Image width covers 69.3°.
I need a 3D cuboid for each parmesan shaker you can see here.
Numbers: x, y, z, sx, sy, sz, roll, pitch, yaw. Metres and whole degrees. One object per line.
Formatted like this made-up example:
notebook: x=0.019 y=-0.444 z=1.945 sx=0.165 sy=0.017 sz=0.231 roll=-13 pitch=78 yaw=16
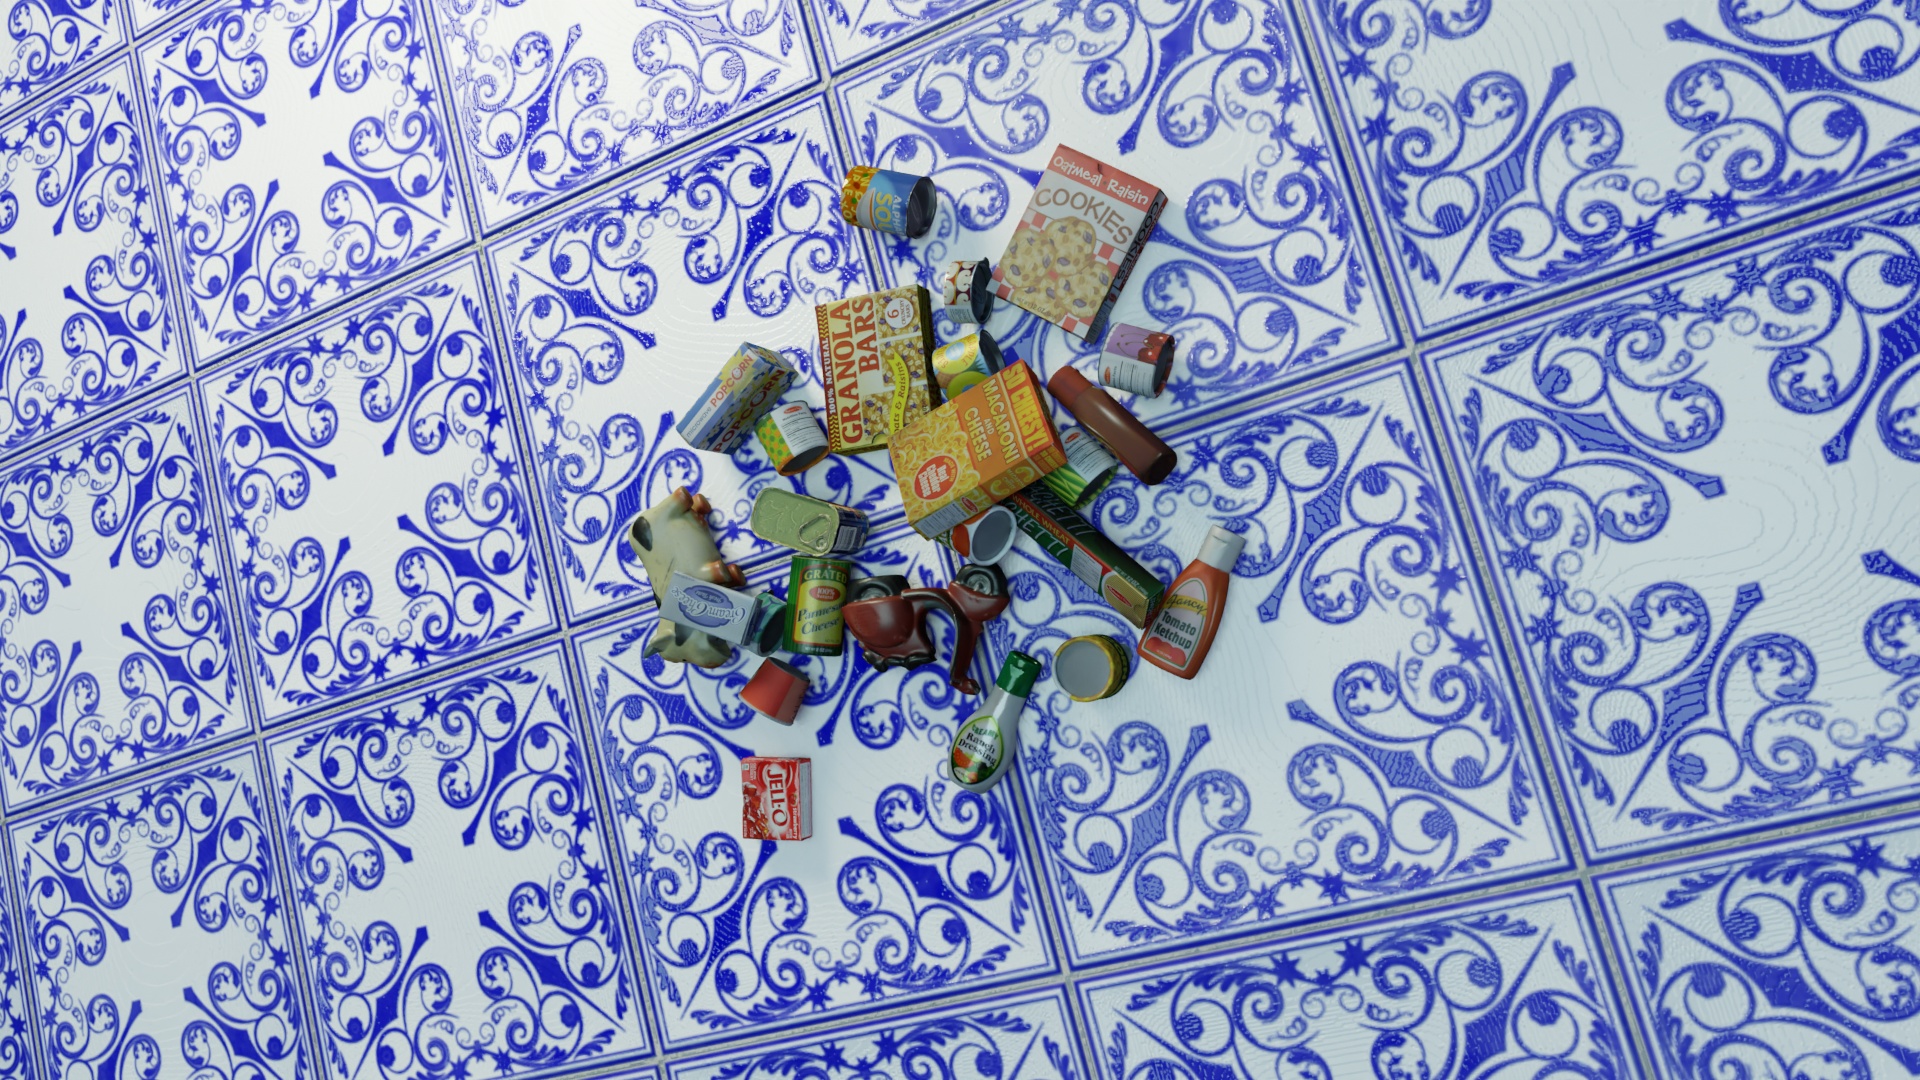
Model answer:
parmesan shaker: x=-0.151 y=0.070 z=1.493 sx=0.071 sy=0.071 sz=0.103 roll=6 pitch=90 yaw=21

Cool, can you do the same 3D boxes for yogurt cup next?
yogurt cup: x=-0.199 y=0.162 z=1.507 sx=0.072 sy=0.072 sz=0.054 roll=30 pitch=90 yaw=20

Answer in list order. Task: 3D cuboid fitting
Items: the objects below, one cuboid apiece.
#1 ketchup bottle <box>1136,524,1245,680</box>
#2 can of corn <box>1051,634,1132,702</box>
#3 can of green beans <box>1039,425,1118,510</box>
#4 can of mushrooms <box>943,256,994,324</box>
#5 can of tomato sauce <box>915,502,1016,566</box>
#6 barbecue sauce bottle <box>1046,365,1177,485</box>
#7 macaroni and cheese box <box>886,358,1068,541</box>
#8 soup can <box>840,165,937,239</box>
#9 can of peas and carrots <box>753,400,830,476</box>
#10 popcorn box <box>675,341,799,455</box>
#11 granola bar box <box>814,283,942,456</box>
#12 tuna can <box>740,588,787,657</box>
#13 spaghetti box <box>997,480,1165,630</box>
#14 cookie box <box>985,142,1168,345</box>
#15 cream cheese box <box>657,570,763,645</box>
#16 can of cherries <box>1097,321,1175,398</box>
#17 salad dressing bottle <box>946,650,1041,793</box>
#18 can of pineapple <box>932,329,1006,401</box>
ketchup bottle: x=0.230 y=0.058 z=1.356 sx=0.065 sy=0.043 sz=0.148 roll=28 pitch=96 yaw=26
can of corn: x=0.132 y=0.126 z=1.383 sx=0.071 sy=0.058 sz=0.071 roll=-1 pitch=87 yaw=21
can of green beans: x=0.116 y=-0.072 z=1.396 sx=0.058 sy=0.071 sz=0.071 roll=45 pitch=103 yaw=17
can of mushrooms: x=0.009 y=-0.261 z=1.448 sx=0.033 sy=0.071 sz=0.071 roll=4 pitch=89 yaw=23
can of tomato sauce: x=0.005 y=-0.018 z=1.420 sx=0.083 sy=0.071 sz=0.071 roll=29 pitch=98 yaw=42
barbecue sauce bottle: x=0.149 y=-0.118 z=1.389 sx=0.149 sy=0.065 sz=0.043 roll=45 pitch=101 yaw=23
macaroni and cheese box: x=0.015 y=-0.091 z=1.389 sx=0.166 sy=0.040 sz=0.124 roll=-29 pitch=50 yaw=16
soup can: x=-0.078 y=-0.361 z=1.485 sx=0.084 sy=0.071 sz=0.071 roll=16 pitch=93 yaw=22
can of peas and carrots: x=-0.183 y=-0.110 z=1.516 sx=0.071 sy=0.071 sz=0.059 roll=-34 pitch=77 yaw=16
popcorn box: x=-0.246 y=-0.154 z=1.530 sx=0.038 sy=0.085 sz=0.126 roll=44 pitch=102 yaw=16
granola bar box: x=-0.087 y=-0.183 z=1.495 sx=0.124 sy=0.039 sz=0.165 roll=-9 pitch=84 yaw=21
tuna can: x=-0.212 y=0.090 z=1.515 sx=0.033 sy=0.071 sz=0.071 roll=27 pitch=97 yaw=20
spaghetti box: x=0.102 y=-0.008 z=1.385 sx=0.029 sy=0.049 sz=0.250 roll=-33 pitch=59 yaw=-28
cookie box: x=0.119 y=-0.303 z=1.421 sx=0.123 sy=0.040 sz=0.167 roll=30 pitch=98 yaw=20
cream cheese box: x=-0.267 y=0.072 z=1.481 sx=0.104 sy=0.024 sz=0.053 roll=17 pitch=86 yaw=14
can of cherries: x=0.176 y=-0.181 z=1.380 sx=0.058 sy=0.071 sz=0.071 roll=17 pitch=94 yaw=21
salad dressing bottle: x=0.036 y=0.185 z=1.424 sx=0.064 sy=0.044 sz=0.147 roll=27 pitch=97 yaw=19
can of pineapple: x=0.009 y=-0.179 z=1.441 sx=0.058 sy=0.071 sz=0.071 roll=-21 pitch=80 yaw=19
